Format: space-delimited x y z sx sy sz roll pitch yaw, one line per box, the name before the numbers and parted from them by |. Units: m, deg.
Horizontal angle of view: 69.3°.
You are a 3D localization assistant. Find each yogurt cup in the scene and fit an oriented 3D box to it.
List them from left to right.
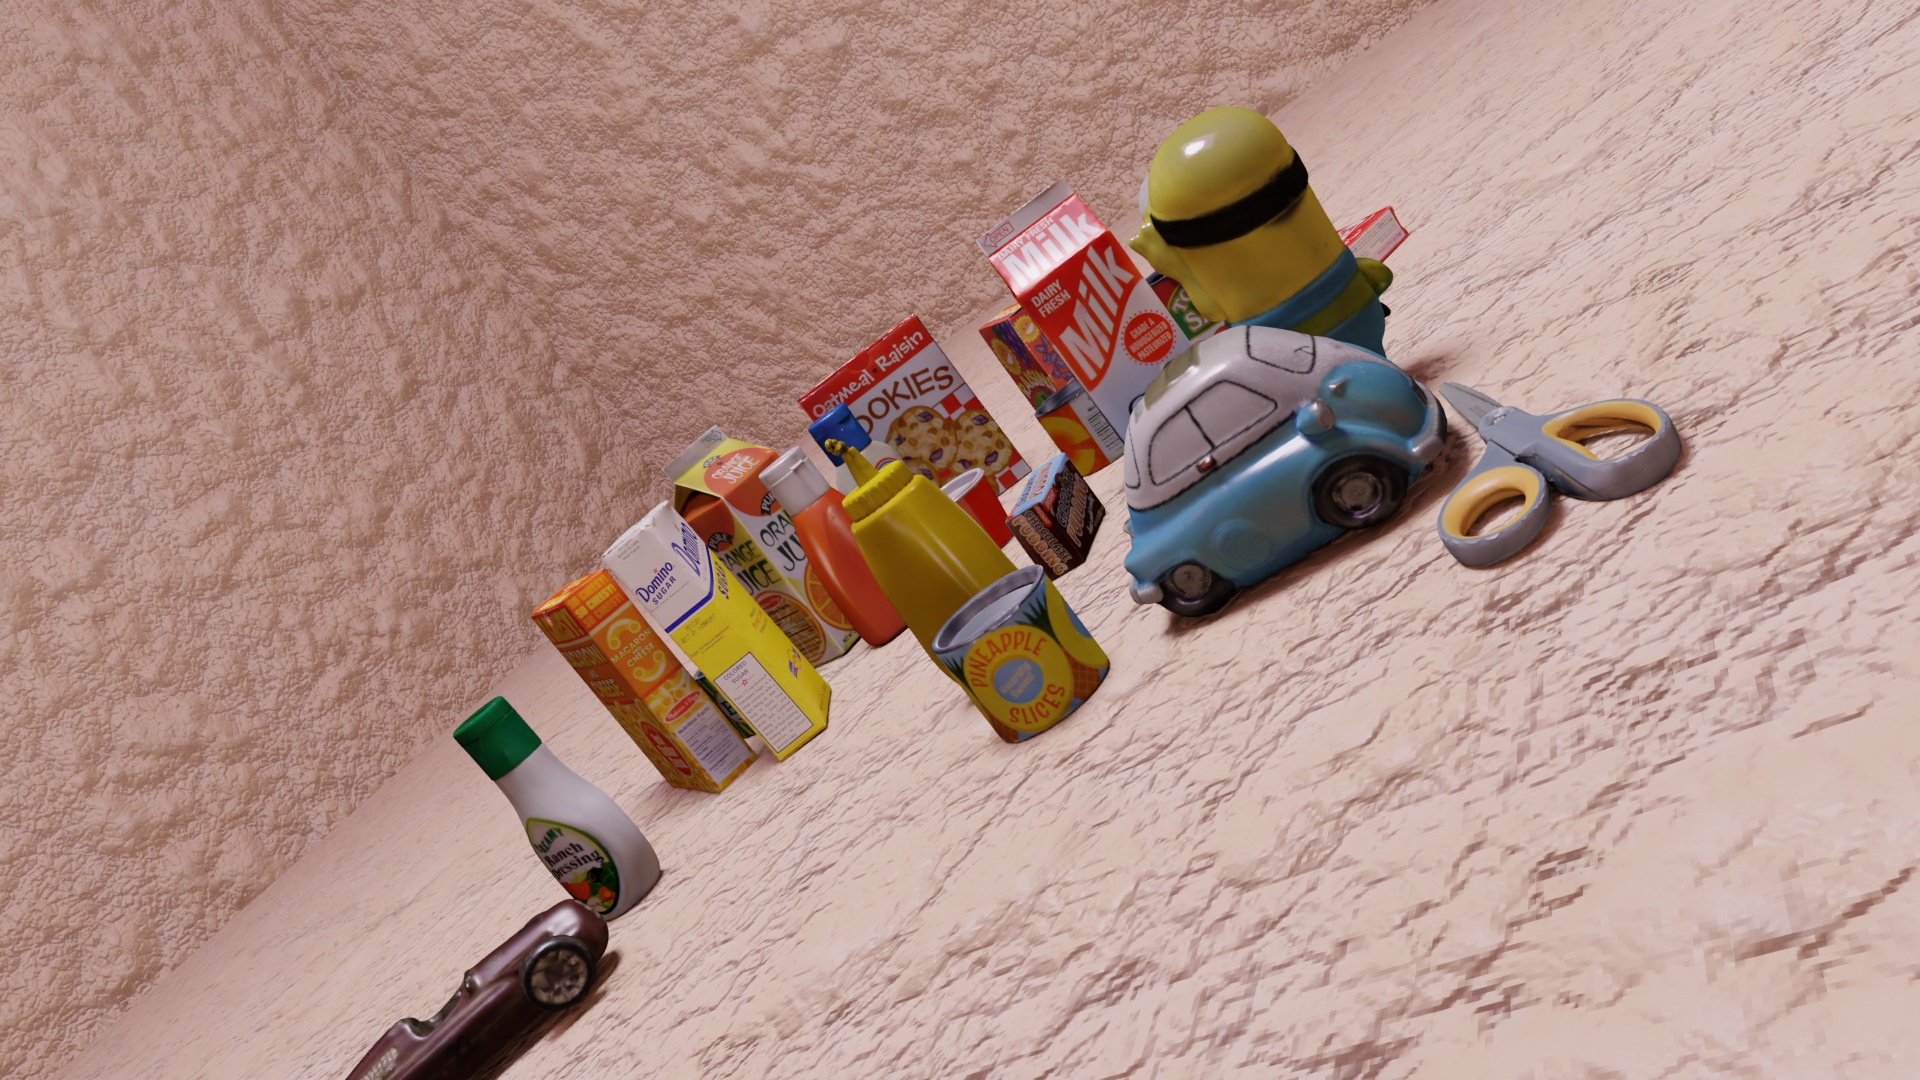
yogurt cup | 0.004 -0.013 1.027 0.072 0.054 0.072 -36 11 8

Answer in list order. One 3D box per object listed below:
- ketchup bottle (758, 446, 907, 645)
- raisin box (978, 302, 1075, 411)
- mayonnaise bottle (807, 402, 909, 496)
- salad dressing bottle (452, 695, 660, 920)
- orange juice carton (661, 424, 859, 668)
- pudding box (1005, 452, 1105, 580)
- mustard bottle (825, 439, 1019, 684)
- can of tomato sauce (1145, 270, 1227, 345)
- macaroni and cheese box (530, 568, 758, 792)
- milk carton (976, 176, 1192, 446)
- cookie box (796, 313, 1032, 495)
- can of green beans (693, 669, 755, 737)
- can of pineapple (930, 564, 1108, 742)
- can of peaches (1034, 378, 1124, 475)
ketchup bottle | -0.084 0.001 0.994 0.065 0.148 0.043 -44 13 -32
raisin box | 0.075 -0.139 1.143 0.040 0.123 0.086 -39 11 -11
mayonnaise bottle | -0.061 -0.039 1.089 0.041 0.148 0.065 -26 16 47
salad dressing bottle | -0.244 0.161 0.839 0.064 0.147 0.044 -30 13 32
orange juice carton | -0.148 0.003 1.068 0.072 0.192 0.072 -27 15 43
pudding box | 0.060 -0.016 0.876 0.030 0.049 0.084 -32 12 26
mustard bottle | -0.016 0.007 0.731 0.065 0.160 0.049 -29 14 38
can of tomato sauce | 0.184 -0.177 1.065 0.071 0.083 0.071 -36 11 8
macaroni and cheese box | -0.225 0.101 0.974 0.040 0.166 0.123 -42 12 -25
milk carton | 0.094 -0.137 0.899 0.072 0.190 0.073 -36 11 6
cookie box | -0.039 -0.090 1.177 0.123 0.167 0.040 -37 11 -1
can of green beans | -0.154 0.103 1.028 0.071 0.057 0.071 -36 11 8
can of pineapple | 0.029 0.055 0.664 0.071 0.058 0.071 -36 11 8
can of peaches | 0.098 -0.090 1.041 0.071 0.058 0.071 -36 11 8
